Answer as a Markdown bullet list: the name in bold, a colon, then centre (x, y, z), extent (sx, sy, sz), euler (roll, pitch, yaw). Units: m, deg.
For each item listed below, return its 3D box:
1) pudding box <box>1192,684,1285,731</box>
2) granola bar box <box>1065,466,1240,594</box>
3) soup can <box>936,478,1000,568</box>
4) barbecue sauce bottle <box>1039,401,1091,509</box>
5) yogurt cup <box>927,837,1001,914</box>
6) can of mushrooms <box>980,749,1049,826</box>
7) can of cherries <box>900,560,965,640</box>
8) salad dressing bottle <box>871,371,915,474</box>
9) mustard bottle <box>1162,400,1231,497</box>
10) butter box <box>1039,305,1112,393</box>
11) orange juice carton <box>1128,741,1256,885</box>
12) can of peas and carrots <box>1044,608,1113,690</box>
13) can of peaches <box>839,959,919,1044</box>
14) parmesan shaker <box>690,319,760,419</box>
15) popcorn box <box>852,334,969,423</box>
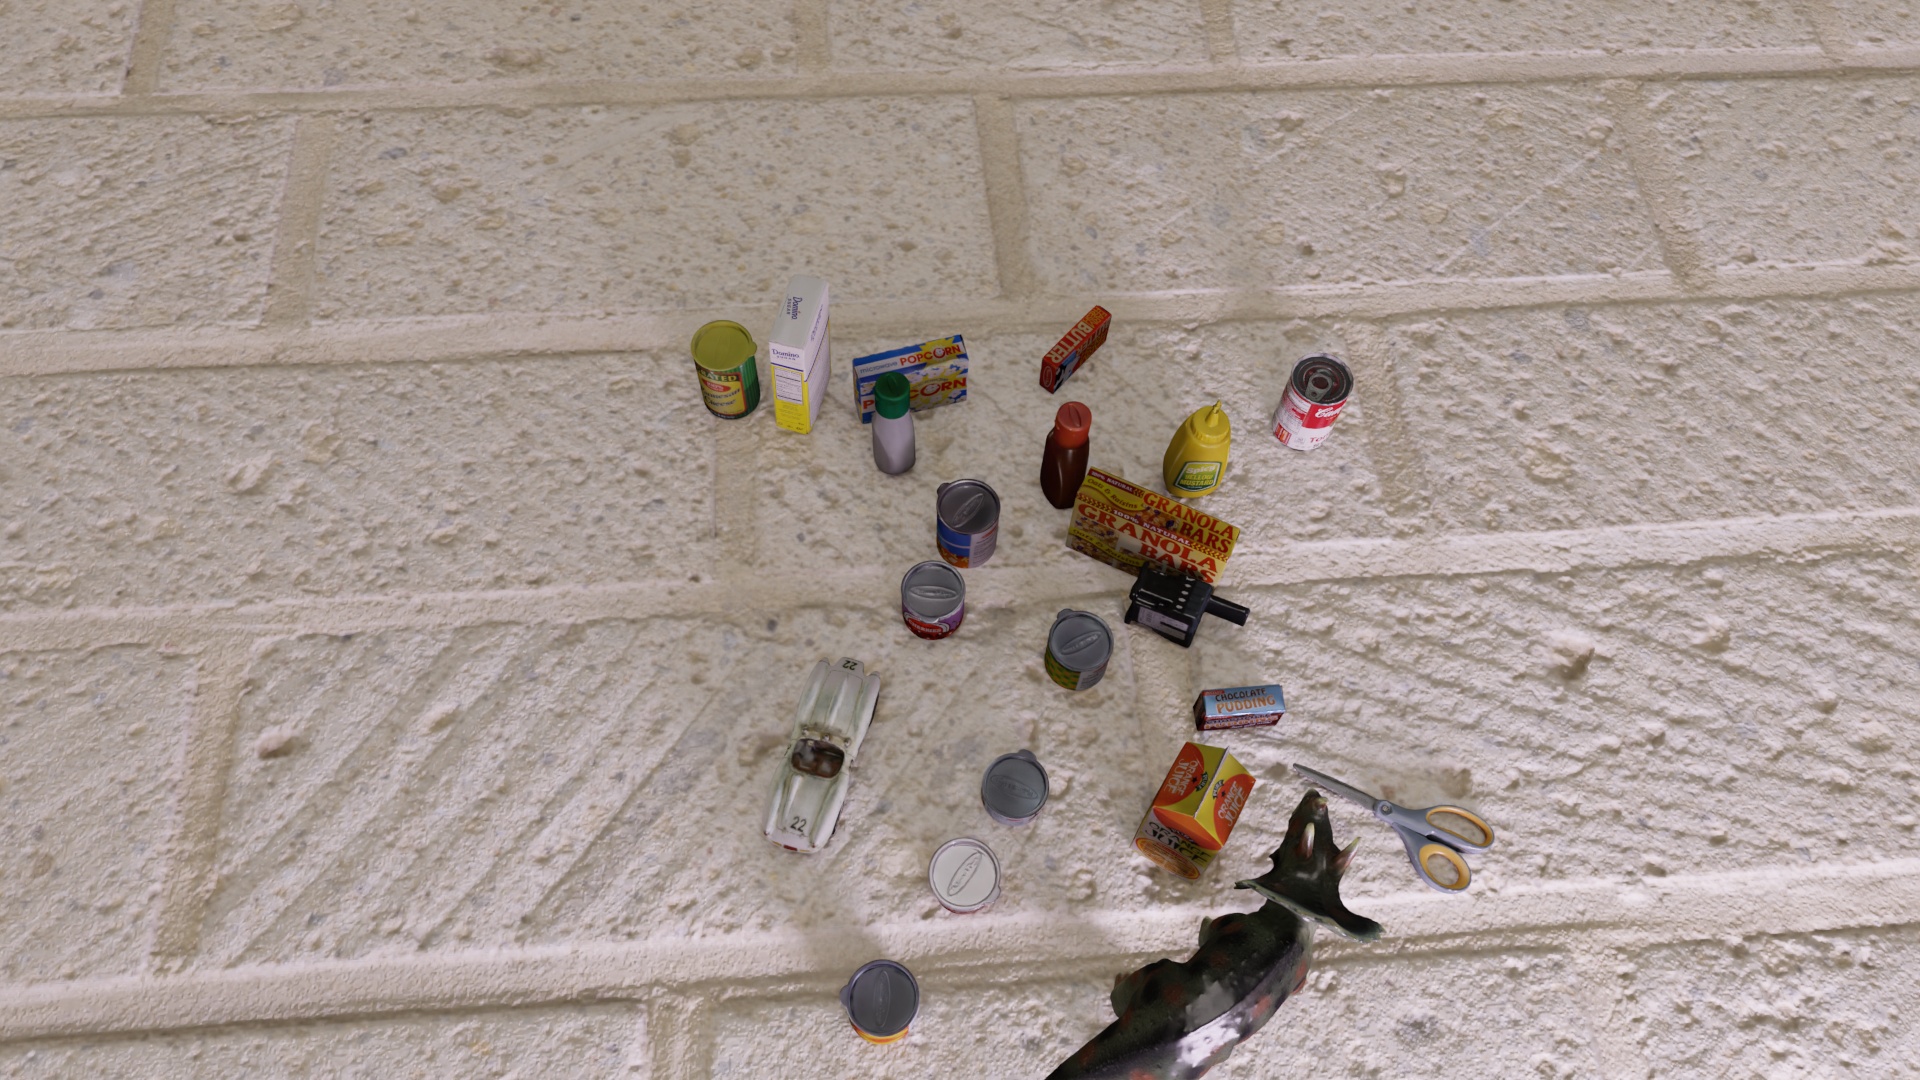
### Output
- **pudding box**: centre (0.281, 0.168, 1.399), extent (0.084, 0.049, 0.030), euler (-3, 63, -4)
- **granola bar box**: centre (0.197, -0.003, 1.443), extent (0.166, 0.123, 0.039), euler (24, 65, 10)
- **soup can**: centre (0.005, -0.018, 1.467), extent (0.071, 0.083, 0.071), euler (1, 63, -2)
- **barbecue sauce bottle**: centre (0.113, -0.093, 1.473), extent (0.044, 0.148, 0.065), euler (-14, 64, -9)
- **yogurt cup**: centre (0.003, 0.319, 1.308), extent (0.072, 0.053, 0.073), euler (1, 63, -2)
- **can of mushrooms**: centre (0.054, 0.242, 1.361), extent (0.071, 0.033, 0.071), euler (1, 63, -2)
- **can of cherries**: centre (-0.029, 0.065, 1.437), extent (0.071, 0.058, 0.072), euler (1, 63, -2)
- **salad dressing bottle**: centre (-0.072, -0.125, 1.484), extent (0.044, 0.147, 0.064), euler (-19, 65, -11)
- **mustard bottle**: centre (0.256, -0.101, 1.476), extent (0.065, 0.159, 0.049), euler (-1, 63, -2)
- **butter box**: centre (0.131, -0.220, 1.593), extent (0.024, 0.053, 0.104), euler (38, 67, 16)
- **orange juice carton**: centre (0.214, 0.247, 1.275), extent (0.073, 0.191, 0.072), euler (28, 66, 12)
- **can of peas and carrots**: centre (0.119, 0.111, 1.418), extent (0.071, 0.058, 0.071), euler (1, 63, -2)
- **can of peaches**: centre (-0.073, 0.416, 1.252), extent (0.071, 0.057, 0.071), euler (1, 63, -2)
- **parmesan shaker**: centre (-0.255, -0.186, 1.534), extent (0.071, 0.102, 0.071), euler (1, 63, -2)
- **popcorn box**: centre (-0.056, -0.179, 1.547), extent (0.127, 0.085, 0.038), euler (-14, 64, -9)
